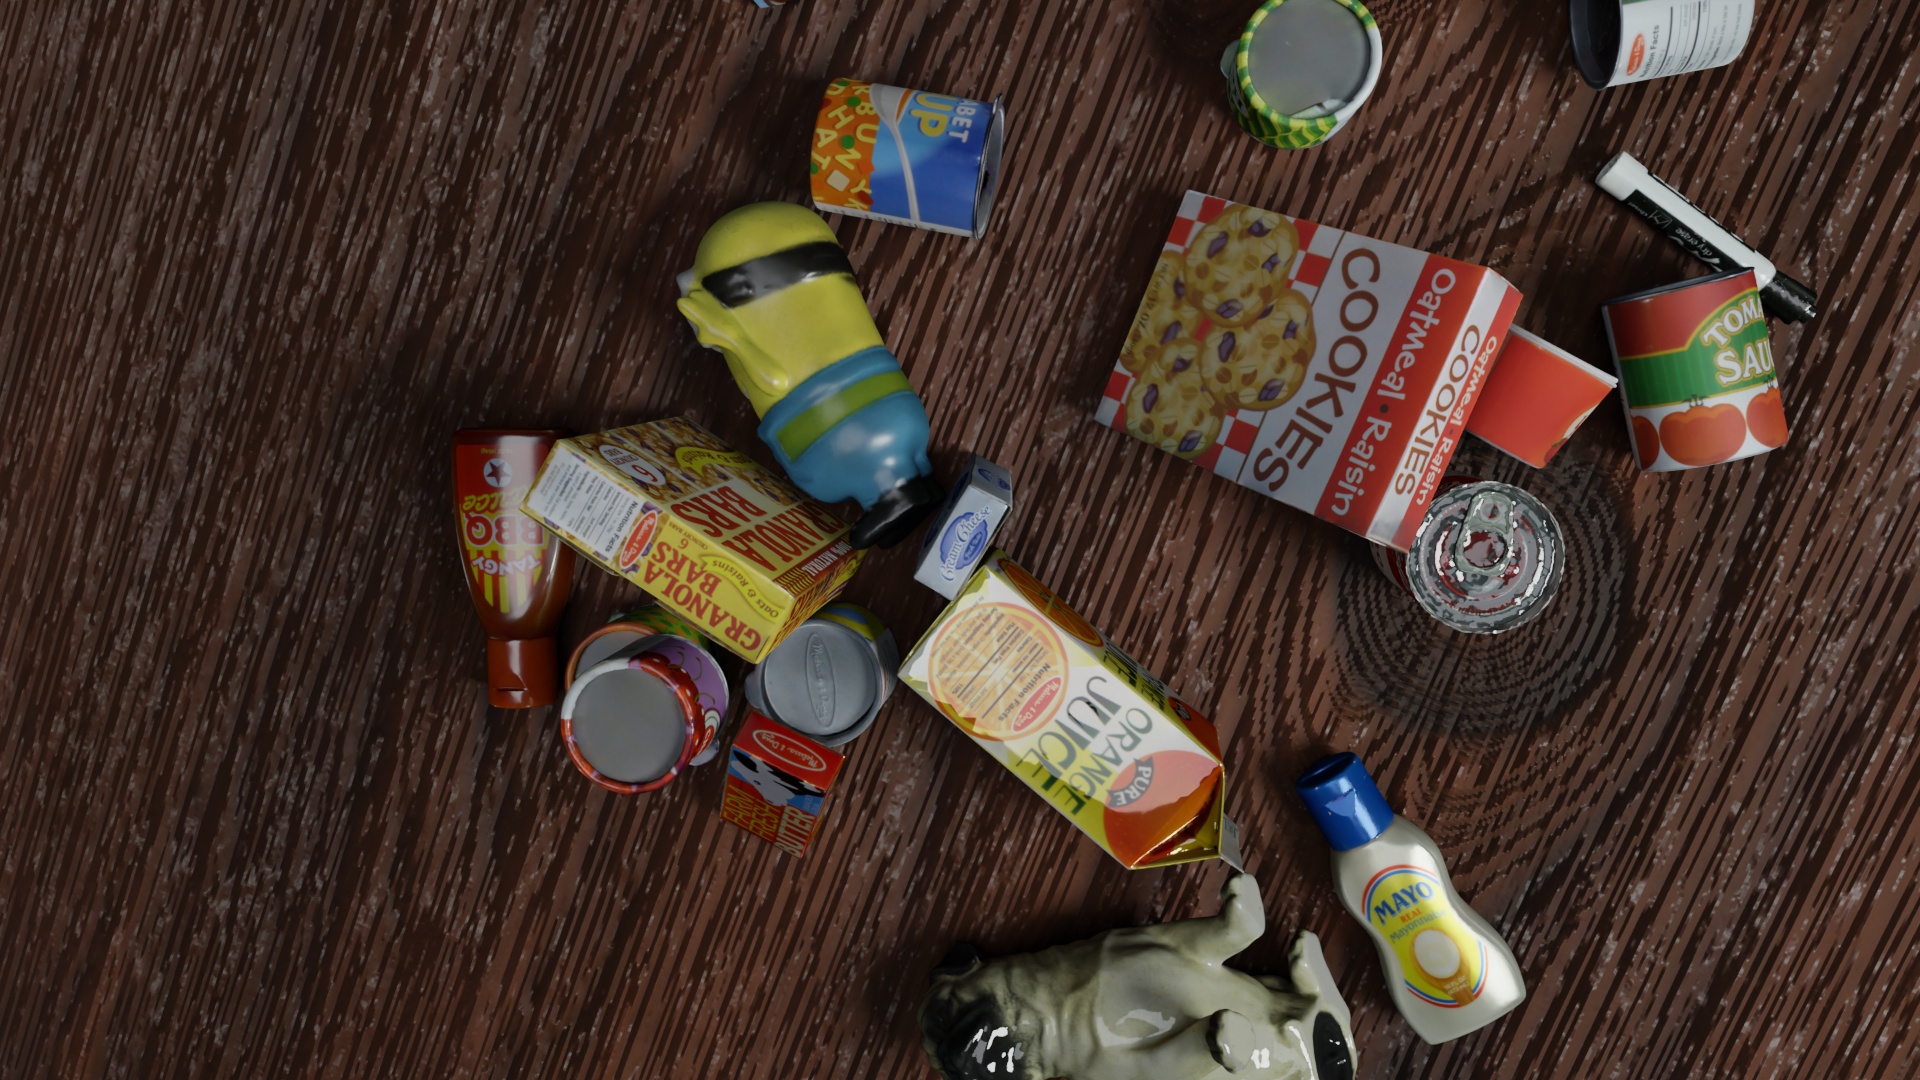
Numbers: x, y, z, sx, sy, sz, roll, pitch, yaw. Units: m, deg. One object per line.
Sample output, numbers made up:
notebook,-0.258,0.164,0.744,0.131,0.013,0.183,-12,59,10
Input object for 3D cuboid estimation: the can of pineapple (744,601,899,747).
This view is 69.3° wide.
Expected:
can of pineapple,-0.070,0.068,0.722,0.071,0.058,0.071,1,96,7

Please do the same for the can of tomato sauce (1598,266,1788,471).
can of tomato sauce,0.346,-0.080,0.652,0.071,0.071,0.083,-14,95,8

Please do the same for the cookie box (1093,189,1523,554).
cookie box,0.154,-0.082,0.642,0.168,0.040,0.122,30,101,43

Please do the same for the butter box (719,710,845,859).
butter box,-0.094,0.127,0.716,0.053,0.103,0.024,26,56,3

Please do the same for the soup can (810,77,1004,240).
soup can,-0.025,-0.191,0.684,0.084,0.071,0.071,12,98,5

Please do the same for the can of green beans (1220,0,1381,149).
can of green beans,0.163,-0.225,0.664,0.071,0.058,0.071,1,96,7

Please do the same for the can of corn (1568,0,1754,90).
can of corn,0.321,-0.249,0.640,0.058,0.071,0.071,-9,95,7

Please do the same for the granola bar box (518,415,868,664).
granola bar box,-0.118,-0.006,0.665,0.124,0.166,0.039,33,102,2

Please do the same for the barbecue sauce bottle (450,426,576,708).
barbecue sauce bottle,-0.236,0.014,0.742,0.065,0.044,0.148,0,97,5

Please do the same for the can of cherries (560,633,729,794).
can of cherries,-0.150,0.085,0.672,0.071,0.058,0.071,1,96,6

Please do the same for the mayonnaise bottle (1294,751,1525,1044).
mayonnaise bottle,0.224,0.179,0.708,0.064,0.041,0.148,-32,92,11

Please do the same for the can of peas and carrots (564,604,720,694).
can of peas and carrots,-0.169,0.069,0.733,0.071,0.059,0.071,1,96,6

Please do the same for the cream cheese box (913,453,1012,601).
cream cheese box,0.002,-0.009,0.682,0.024,0.104,0.053,30,101,-4

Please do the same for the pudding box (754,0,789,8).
pudding box,-0.088,-0.288,0.673,0.049,0.084,0.030,-8,93,8

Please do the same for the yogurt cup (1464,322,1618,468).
yogurt cup,0.269,-0.071,0.666,0.072,0.072,0.053,29,107,3

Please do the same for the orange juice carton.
orange juice carton,0.067,0.095,0.702,0.193,0.072,0.073,40,99,1
